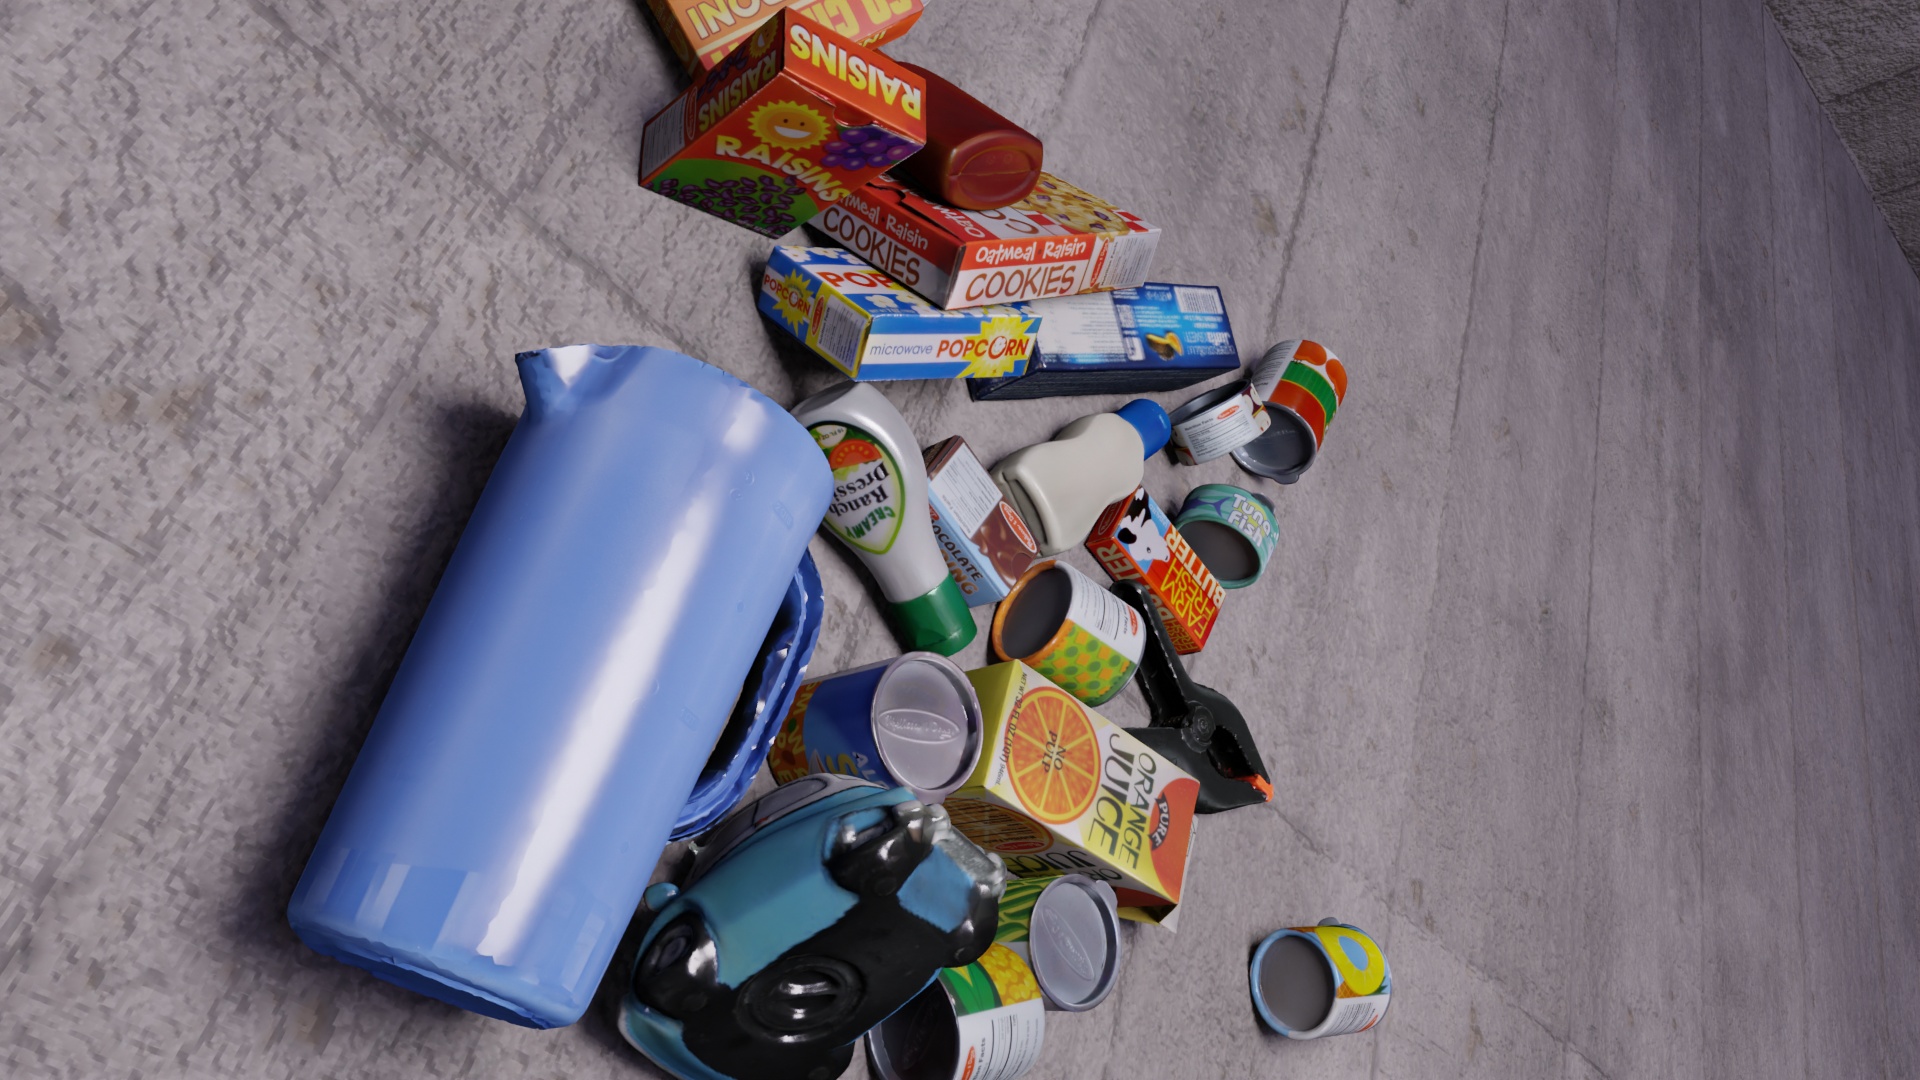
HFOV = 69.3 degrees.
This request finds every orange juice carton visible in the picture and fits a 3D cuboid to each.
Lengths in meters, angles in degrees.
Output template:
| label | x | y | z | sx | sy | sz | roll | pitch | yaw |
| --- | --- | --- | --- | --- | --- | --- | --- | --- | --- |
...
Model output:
| label | x | y | z | sx | sy | sz | roll | pitch | yaw |
| --- | --- | --- | --- | --- | --- | --- | --- | --- | --- |
| orange juice carton | 0.062 | 0.142 | 0.741 | 0.192 | 0.073 | 0.072 | 36 | 55 | -31 |

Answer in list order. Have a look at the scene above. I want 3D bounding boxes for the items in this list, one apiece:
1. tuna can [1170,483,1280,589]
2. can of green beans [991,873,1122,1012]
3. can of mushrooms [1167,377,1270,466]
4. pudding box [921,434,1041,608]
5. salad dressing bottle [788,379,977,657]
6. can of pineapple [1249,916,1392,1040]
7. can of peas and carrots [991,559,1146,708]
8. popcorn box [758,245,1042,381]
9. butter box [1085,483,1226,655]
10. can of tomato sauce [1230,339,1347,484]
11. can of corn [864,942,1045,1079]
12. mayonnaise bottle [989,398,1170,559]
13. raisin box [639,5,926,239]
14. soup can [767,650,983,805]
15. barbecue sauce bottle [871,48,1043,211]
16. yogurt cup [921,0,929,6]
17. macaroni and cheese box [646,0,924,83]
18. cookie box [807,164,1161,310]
| label | x | y | z | sx | sy | sz | roll | pitch | yaw |
| --- | --- | --- | --- | --- | --- | --- | --- | --- | --- |
| tuna can | 0.170 | -0.003 | 0.893 | 0.071 | 0.071 | 0.033 | 50 | 50 | -20 |
| can of green beans | 0.039 | 0.206 | 0.709 | 0.071 | 0.057 | 0.071 | 16 | 66 | -39 |
| can of mushrooms | 0.170 | -0.079 | 0.922 | 0.071 | 0.071 | 0.033 | -38 | 104 | -43 |
| pudding box | 0.003 | -0.010 | 0.765 | 0.083 | 0.030 | 0.050 | 53 | 47 | -18 |
| salad dressing bottle | -0.037 | -0.008 | 0.708 | 0.147 | 0.064 | 0.044 | 64 | 23 | -18 |
| can of pineapple | 0.221 | 0.270 | 0.856 | 0.058 | 0.071 | 0.071 | 12 | 69 | -41 |
| can of peas and carrots | 0.058 | 0.054 | 0.774 | 0.058 | 0.070 | 0.071 | 34 | 56 | -31 |
| popcorn box | -0.031 | -0.120 | 0.731 | 0.127 | 0.085 | 0.038 | -8 | 126 | -45 |
| butter box | 0.125 | 0.019 | 0.875 | 0.103 | 0.024 | 0.053 | 50 | 48 | -20 |
| can of tomato sauce | 0.233 | -0.092 | 0.985 | 0.071 | 0.071 | 0.083 | 52 | 47 | -18 |
| can of corn | -0.004 | 0.226 | 0.658 | 0.058 | 0.071 | 0.071 | 5 | 73 | -43 |
| mayonnaise bottle | 0.077 | -0.044 | 0.841 | 0.149 | 0.041 | 0.064 | -35 | 103 | -45 |
| raisin box | -0.087 | -0.198 | 0.675 | 0.086 | 0.123 | 0.040 | 16 | 66 | -40 |
| soup can | -0.041 | 0.094 | 0.651 | 0.071 | 0.083 | 0.071 | 15 | 67 | -39 |
| barbecue sauce bottle | -0.022 | -0.226 | 0.745 | 0.065 | 0.043 | 0.149 | -13 | 42 | -33 |
| yogurt cup | -0.055 | -0.324 | 0.796 | 0.072 | 0.054 | 0.072 | 16 | 66 | -40 |
| macaroni and cheese box | -0.112 | -0.318 | 0.714 | 0.124 | 0.040 | 0.166 | -32 | 100 | -15 |
| cookie box | 0.012 | -0.177 | 0.770 | 0.168 | 0.123 | 0.040 | -16 | 132 | -45 |
